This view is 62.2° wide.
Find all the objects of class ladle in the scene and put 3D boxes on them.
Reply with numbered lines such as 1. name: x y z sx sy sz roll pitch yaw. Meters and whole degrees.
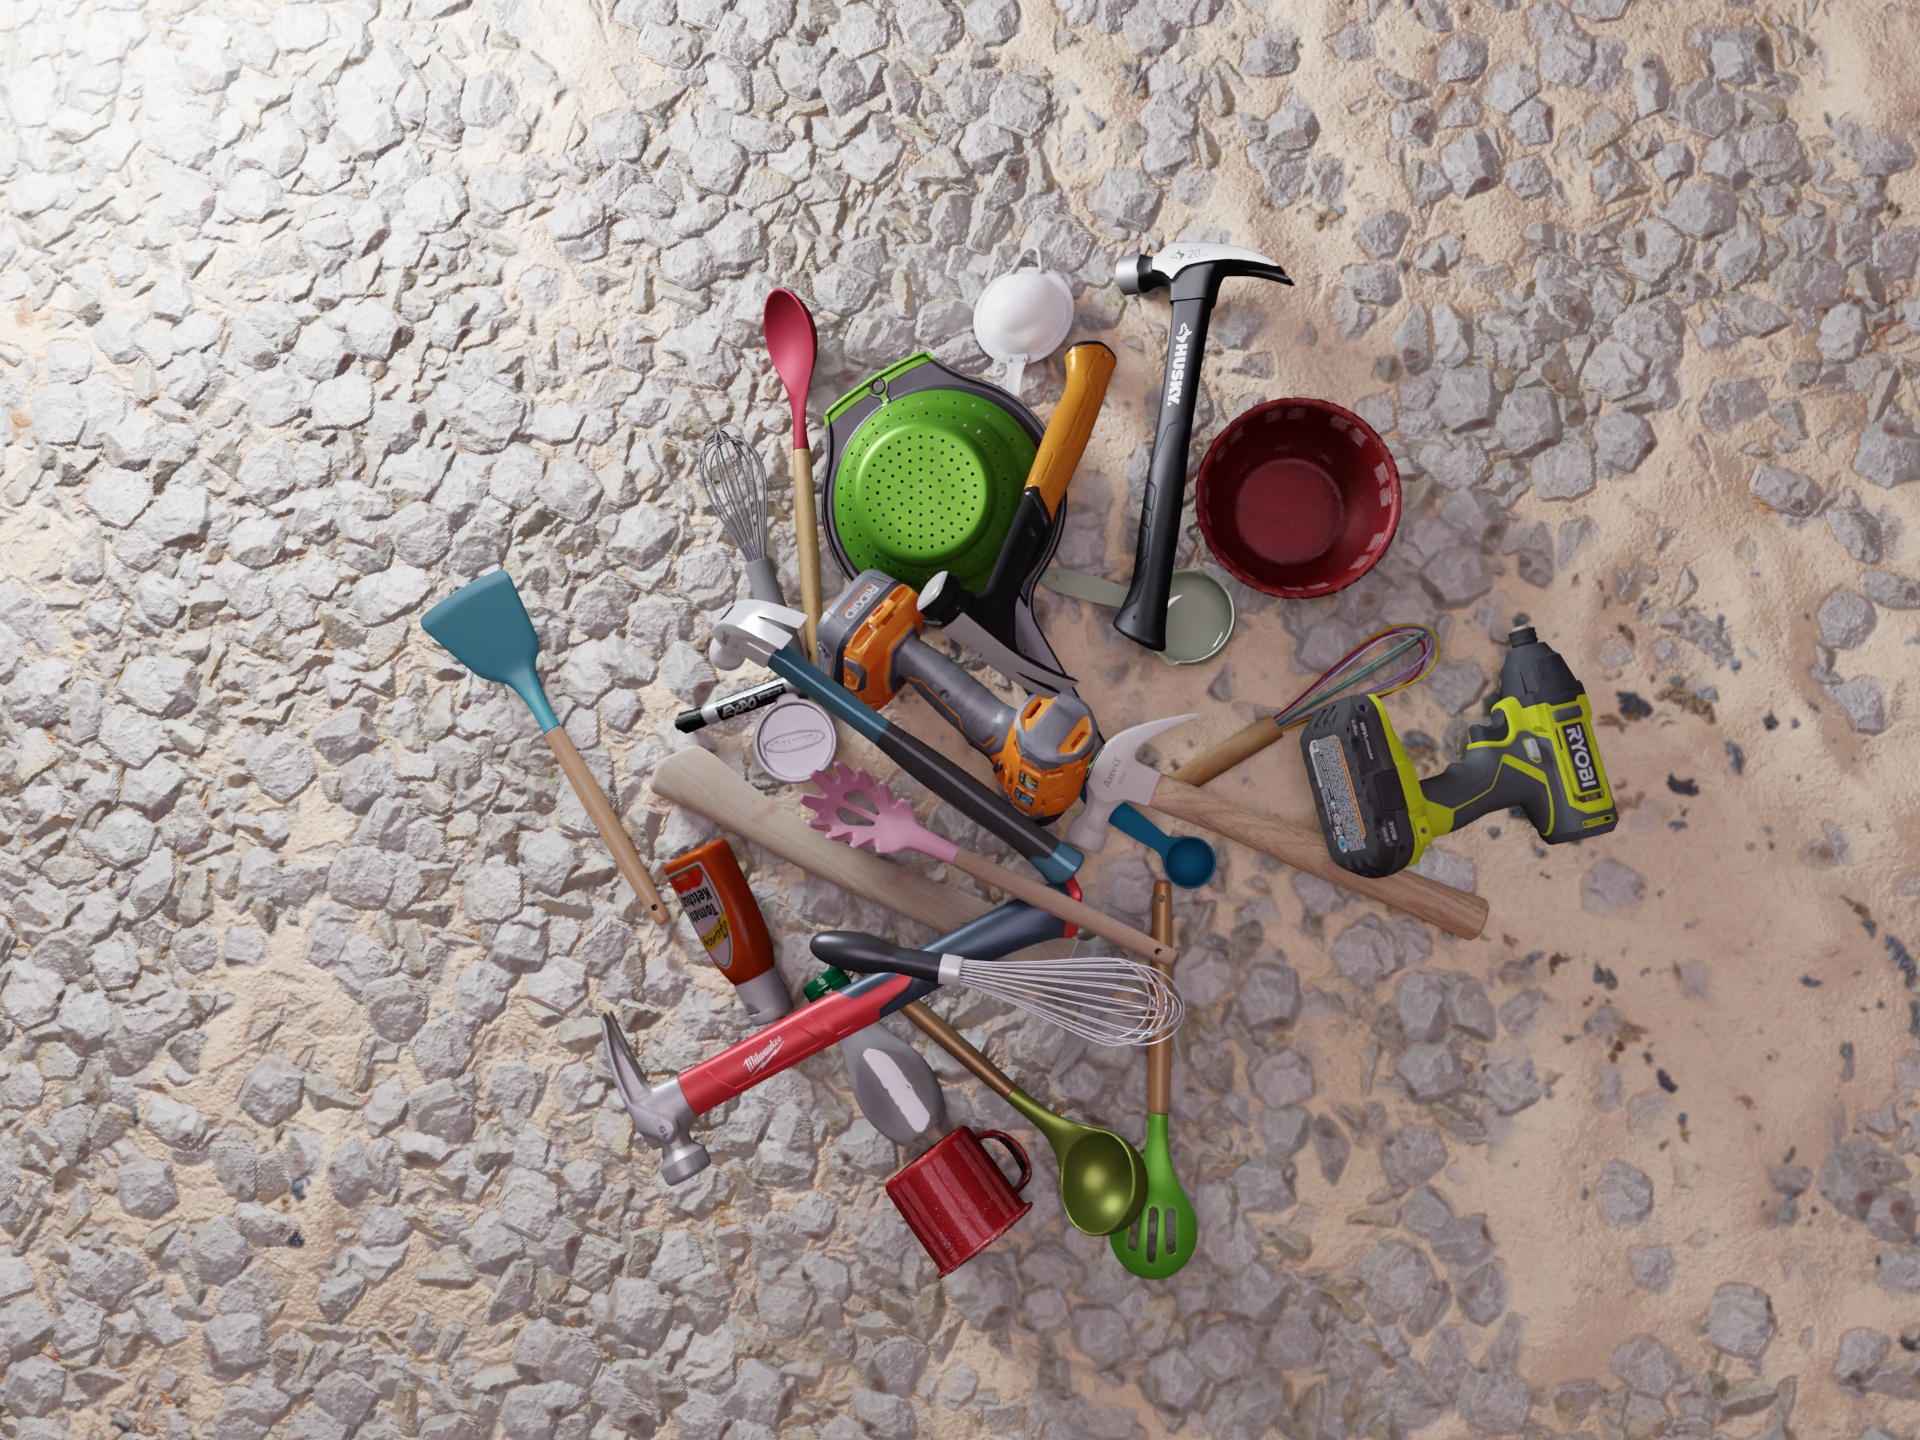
1. ladle: -0.130 -0.197 1.311 0.031 0.069 0.315 -3 89 -36
2. ladle: 0.015 0.278 1.246 0.320 0.062 0.078 39 107 12

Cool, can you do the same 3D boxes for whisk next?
1. whisk: 0.273 -0.005 1.268 0.245 0.051 0.047 -31 90 4
2. whisk: 0.025 0.193 1.182 0.284 0.070 0.070 9 86 9
3. whisk: -0.163 -0.129 1.304 0.055 0.055 0.239 -17 89 2

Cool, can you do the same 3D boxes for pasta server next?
1. pasta server: 0.020 0.114 1.209 0.316 0.040 0.060 24 85 20

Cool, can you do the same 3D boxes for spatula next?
1. spatula: -0.325 0.030 1.301 0.082 0.044 0.317 -32 85 -3

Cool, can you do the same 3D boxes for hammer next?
1. hammer: -0.067 0.139 1.280 0.410 0.038 0.146 25 89 6
2. hammer: 0.071 -0.171 1.214 0.127 0.034 0.337 35 51 -19
3. hammer: 0.171 -0.218 1.249 0.146 0.035 0.335 3 79 33
4. hammer: -0.085 0.206 1.230 0.386 0.038 0.143 -28 84 0
5. hammer: -0.048 0.018 1.206 0.331 0.128 0.033 36 68 -1
6. hammer: 0.257 0.094 1.246 0.331 0.031 0.130 22 93 -2

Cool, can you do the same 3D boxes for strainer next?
1. strainer: 0.044 -0.270 1.306 0.087 0.050 0.258 3 89 20

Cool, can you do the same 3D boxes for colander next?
1. colander: 0.019 -0.106 1.254 0.204 0.094 0.397 -30 88 11

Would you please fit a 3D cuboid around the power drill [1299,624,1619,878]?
1. power drill: 0.384 0.025 1.220 0.223 0.080 0.171 -12 83 -17

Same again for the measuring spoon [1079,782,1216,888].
1. measuring spoon: 0.147 0.089 1.274 0.128 0.021 0.042 35 87 2

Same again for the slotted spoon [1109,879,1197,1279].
1. slotted spoon: 0.155 0.284 1.259 0.070 0.031 0.314 1 84 9

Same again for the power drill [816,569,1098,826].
1. power drill: -0.002 -0.004 1.239 0.226 0.164 0.084 34 65 14

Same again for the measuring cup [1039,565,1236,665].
1. measuring cup: 0.143 -0.094 1.292 0.168 0.038 0.083 18 89 20
